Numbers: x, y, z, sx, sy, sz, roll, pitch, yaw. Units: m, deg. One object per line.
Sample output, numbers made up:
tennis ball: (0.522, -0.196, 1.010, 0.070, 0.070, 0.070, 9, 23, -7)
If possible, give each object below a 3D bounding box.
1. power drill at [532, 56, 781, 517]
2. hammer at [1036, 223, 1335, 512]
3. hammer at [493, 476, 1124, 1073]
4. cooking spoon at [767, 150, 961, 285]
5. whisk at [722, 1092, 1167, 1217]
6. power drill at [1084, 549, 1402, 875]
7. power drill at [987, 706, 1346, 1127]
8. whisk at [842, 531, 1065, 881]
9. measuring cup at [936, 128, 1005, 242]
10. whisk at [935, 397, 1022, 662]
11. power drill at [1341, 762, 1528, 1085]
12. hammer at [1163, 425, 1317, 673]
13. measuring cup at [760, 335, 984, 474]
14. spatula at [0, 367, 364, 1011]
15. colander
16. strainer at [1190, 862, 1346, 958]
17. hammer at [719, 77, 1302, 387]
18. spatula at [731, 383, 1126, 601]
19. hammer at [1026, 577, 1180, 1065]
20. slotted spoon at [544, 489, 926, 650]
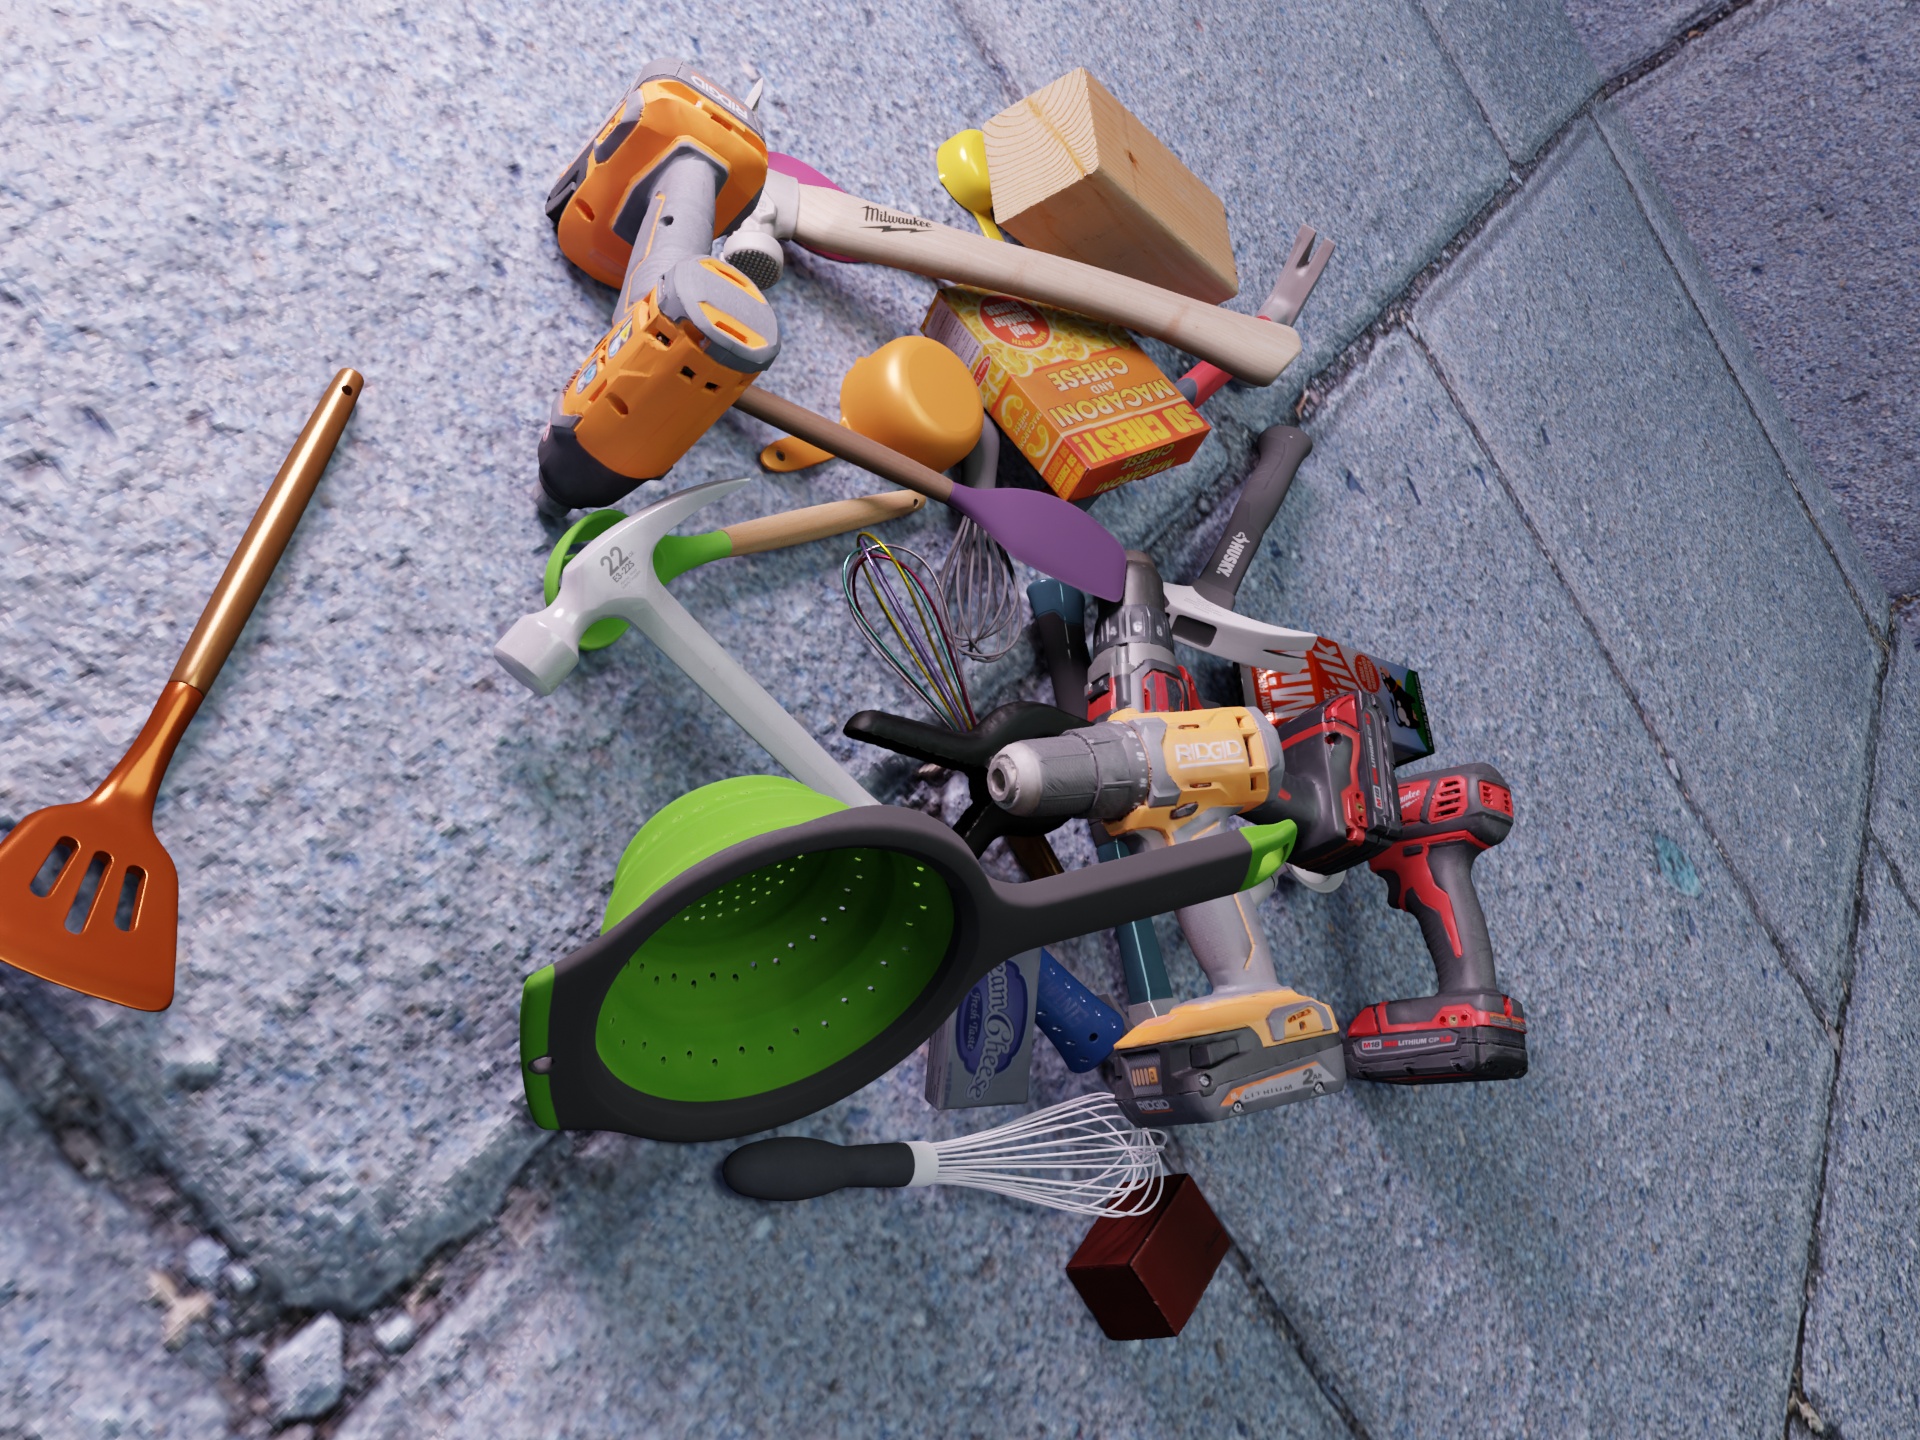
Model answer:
power drill: (-0.165, -0.215, 0.814, 0.084, 0.164, 0.227, 25, 42, -35)
hammer: (0.167, -0.247, 1.181, 0.038, 0.143, 0.386, 36, 47, 11)
hammer: (-0.044, 0.048, 0.829, 0.405, 0.035, 0.144, 46, 73, -25)
cooking spoon: (-0.010, -0.315, 1.099, 0.318, 0.017, 0.069, 14, 61, -37)
whisk: (0.002, 0.231, 0.827, 0.284, 0.070, 0.070, 9, 65, -37)
power drill: (0.176, -0.003, 1.043, 0.226, 0.080, 0.188, 18, 57, -29)
power drill: (0.112, 0.104, 0.873, 0.185, 0.084, 0.226, -3, 77, -33)
whisk: (-0.001, -0.003, 0.945, 0.051, 0.047, 0.245, -39, 104, -49)
measuring cup: (0.034, -0.359, 1.162, 0.062, 0.029, 0.156, -26, 90, -48)
whisk: (0.014, -0.136, 1.023, 0.055, 0.055, 0.239, 28, 49, -34)
power drill: (0.329, 0.147, 1.145, 0.078, 0.143, 0.220, 18, 66, -41)
hammer: (0.225, -0.146, 1.217, 0.146, 0.035, 0.335, 25, 39, 8)
measuring cup: (-0.051, -0.185, 0.974, 0.173, 0.052, 0.095, -30, 93, -49)
spatula: (-0.304, -0.034, 0.652, 0.081, 0.041, 0.323, 33, 49, -30)
colander: (-0.021, 0.078, 0.764, 0.397, 0.204, 0.095, -12, 45, -24)
strainer: (0.207, 0.106, 1.086, 0.087, 0.050, 0.258, 58, 36, 1)
hammer: (0.043, -0.301, 1.045, 0.410, 0.038, 0.146, 10, 61, -22)
spatula: (-0.029, -0.149, 0.951, 0.315, 0.018, 0.060, 21, 60, -24)
hammer: (0.096, 0.066, 1.017, 0.128, 0.033, 0.331, 3, 69, -46)
slotted spoon: (-0.115, -0.100, 0.884, 0.314, 0.031, 0.070, -24, 121, -52)
